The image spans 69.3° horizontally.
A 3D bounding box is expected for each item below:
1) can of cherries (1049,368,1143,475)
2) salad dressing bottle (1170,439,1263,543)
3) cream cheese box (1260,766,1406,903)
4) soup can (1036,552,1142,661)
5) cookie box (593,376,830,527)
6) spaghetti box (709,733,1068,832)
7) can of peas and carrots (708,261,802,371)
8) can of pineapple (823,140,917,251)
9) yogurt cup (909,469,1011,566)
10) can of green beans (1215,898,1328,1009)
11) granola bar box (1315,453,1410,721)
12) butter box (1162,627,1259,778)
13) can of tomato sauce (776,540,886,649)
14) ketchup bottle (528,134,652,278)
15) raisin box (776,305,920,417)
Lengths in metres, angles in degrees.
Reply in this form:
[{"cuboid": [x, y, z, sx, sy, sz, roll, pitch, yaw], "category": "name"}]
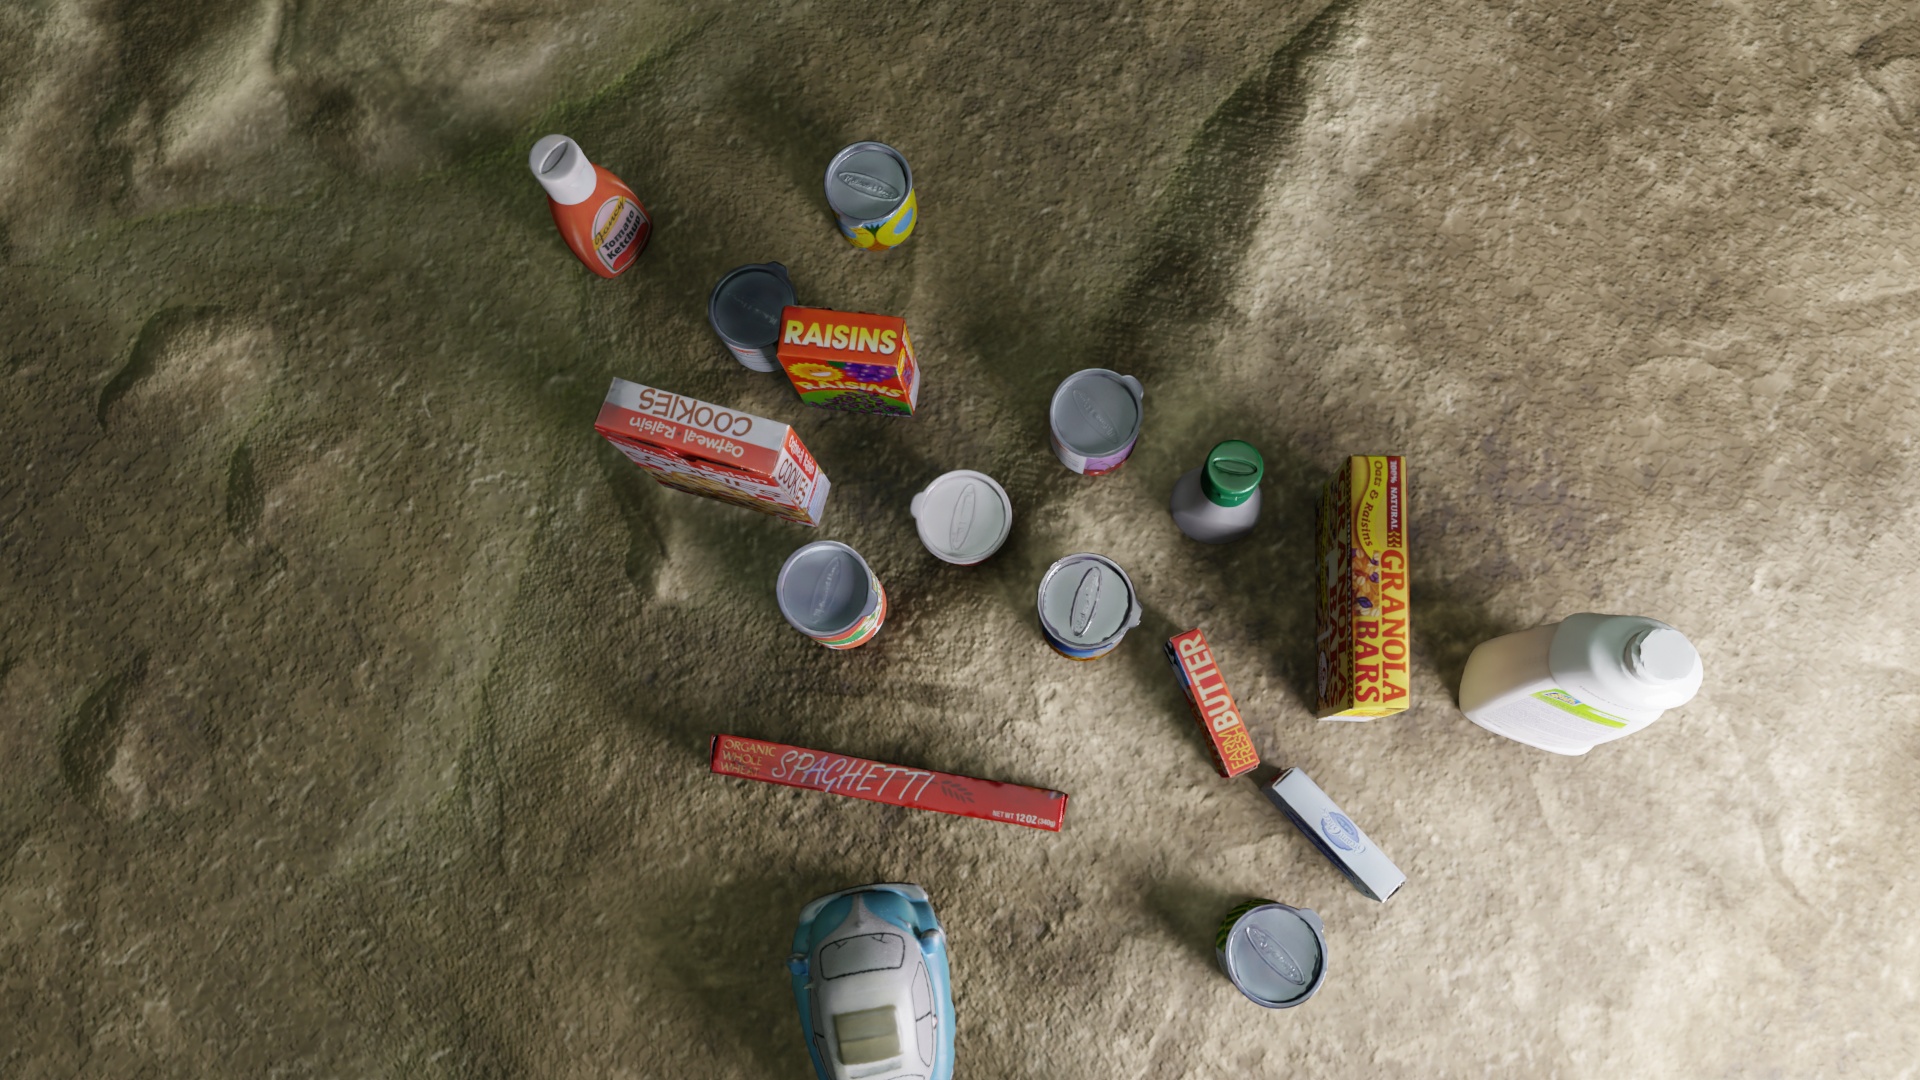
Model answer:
[{"cuboid": [0.100, -0.086, 1.007, 0.071, 0.058, 0.071, -1, 79, 4], "category": "can of cherries"}, {"cuboid": [0.178, -0.032, 0.946, 0.064, 0.147, 0.044, 11, 80, 6], "category": "salad dressing bottle"}, {"cuboid": [0.252, 0.198, 0.942, 0.024, 0.053, 0.104, -43, 79, -5], "category": "cream cheese box"}, {"cuboid": [0.089, 0.049, 0.967, 0.071, 0.083, 0.071, -1, 79, 4], "category": "soup can"}, {"cuboid": [-0.166, -0.056, 0.962, 0.123, 0.167, 0.040, 15, 81, 7], "category": "cookie box"}, {"cuboid": [-0.050, 0.169, 0.969, 0.250, 0.050, 0.029, 9, 80, 5], "category": "spaghetti box"}, {"cuboid": [-0.148, -0.168, 1.039, 0.071, 0.058, 0.071, -1, 79, 4], "category": "can of peas and carrots"}, {"cuboid": [-0.068, -0.259, 1.053, 0.071, 0.057, 0.071, -1, 79, 4], "category": "can of pineapple"}, {"cuboid": [0.004, -0.013, 1.001, 0.072, 0.054, 0.072, -1, 79, 4], "category": "yogurt cup"}, {"cuboid": [0.207, 0.274, 0.927, 0.071, 0.057, 0.071, -1, 79, 4], "category": "can of green beans"}, {"cuboid": [0.270, 0.036, 0.938, 0.039, 0.124, 0.166, 2, 79, 4], "category": "granola bar box"}, {"cuboid": [0.174, 0.113, 0.965, 0.024, 0.053, 0.103, -23, 78, -1], "category": "butter box"}, {"cuboid": [-0.087, 0.040, 0.981, 0.071, 0.083, 0.071, -1, 79, 4], "category": "can of tomato sauce"}, {"cuboid": [-0.273, -0.247, 1.018, 0.043, 0.148, 0.065, 33, 83, 9], "category": "ketchup bottle"}, {"cuboid": [-0.077, -0.127, 0.994, 0.086, 0.123, 0.040, 7, 80, 5], "category": "raisin box"}]
